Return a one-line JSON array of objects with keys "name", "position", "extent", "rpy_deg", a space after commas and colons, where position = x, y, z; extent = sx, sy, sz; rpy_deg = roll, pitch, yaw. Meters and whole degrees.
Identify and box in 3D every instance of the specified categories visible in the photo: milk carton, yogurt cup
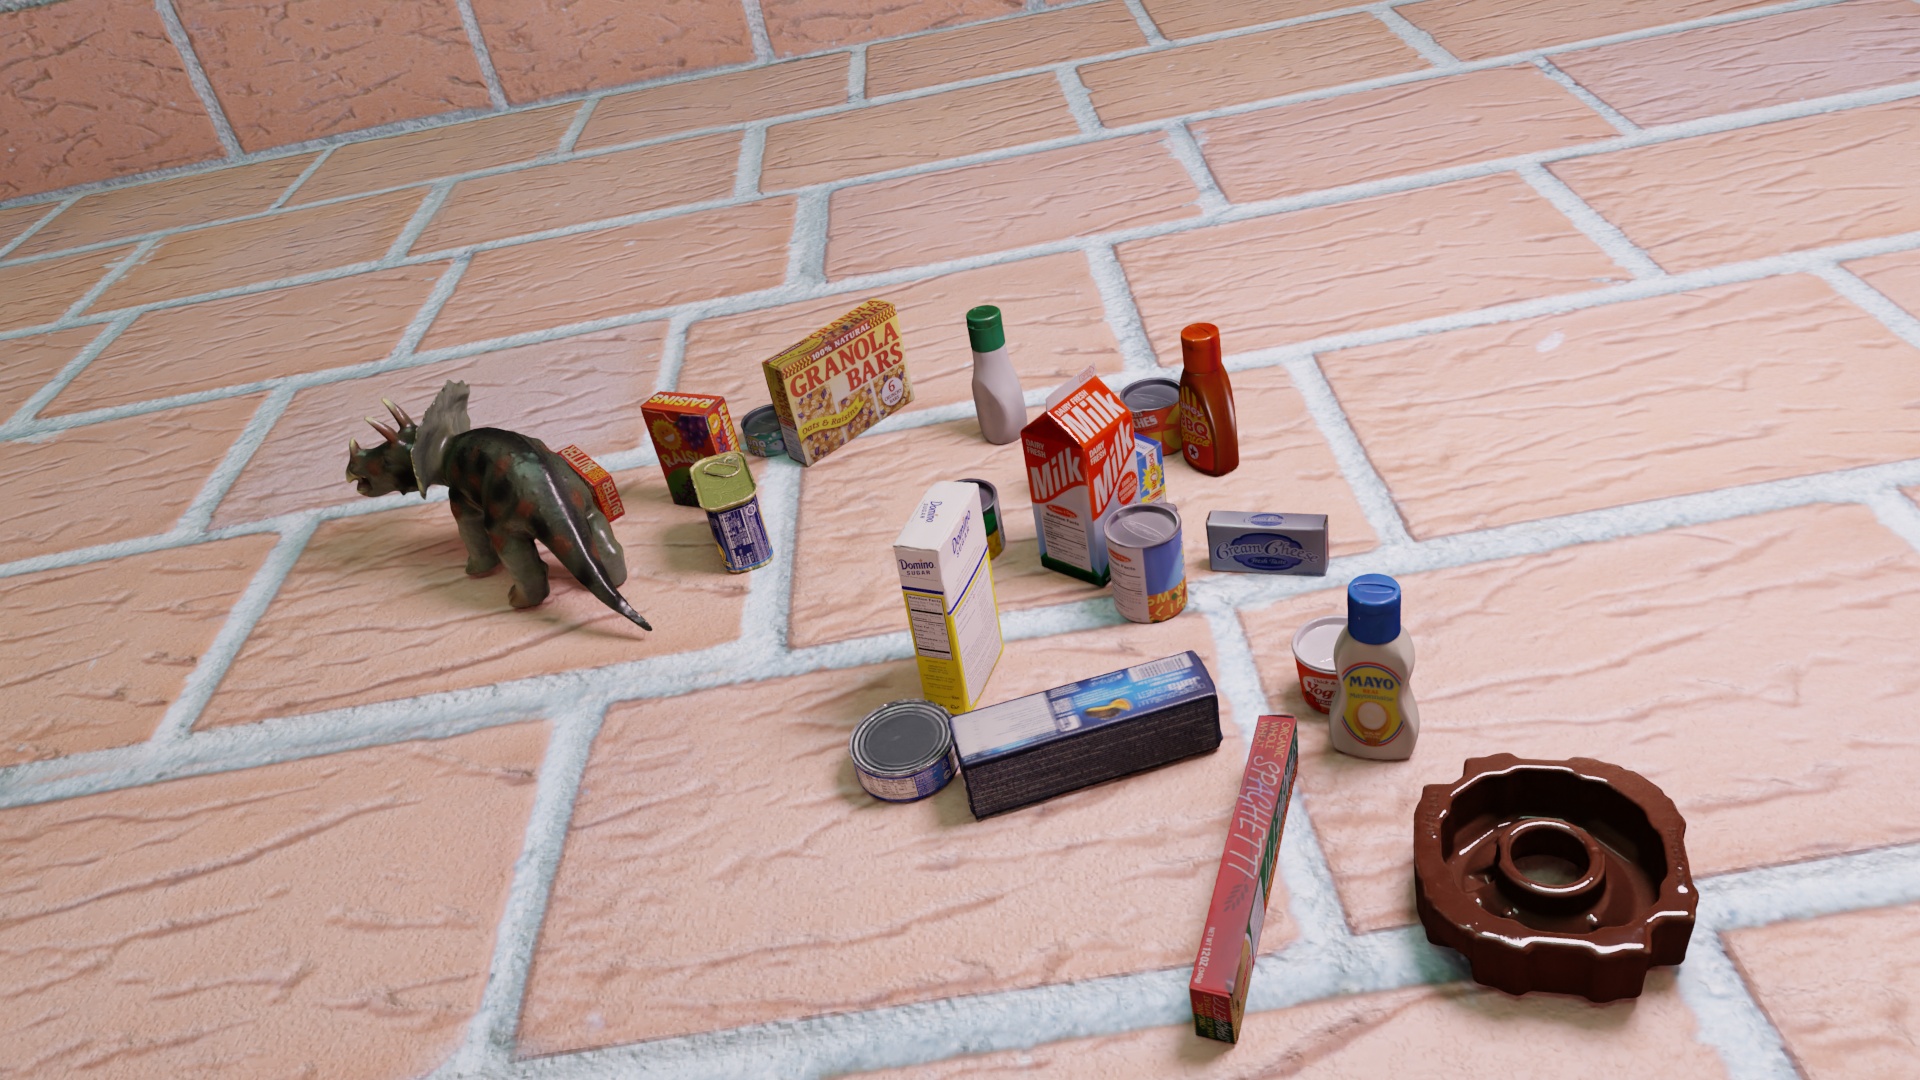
[{"name": "milk carton", "position": [0.109, -0.061, 1.239], "extent": [0.073, 0.189, 0.073], "rpy_deg": [20, 45, 38]}, {"name": "yogurt cup", "position": [0.292, 0.098, 1.077], "extent": [0.072, 0.053, 0.073], "rpy_deg": [-8, 34, 6]}]

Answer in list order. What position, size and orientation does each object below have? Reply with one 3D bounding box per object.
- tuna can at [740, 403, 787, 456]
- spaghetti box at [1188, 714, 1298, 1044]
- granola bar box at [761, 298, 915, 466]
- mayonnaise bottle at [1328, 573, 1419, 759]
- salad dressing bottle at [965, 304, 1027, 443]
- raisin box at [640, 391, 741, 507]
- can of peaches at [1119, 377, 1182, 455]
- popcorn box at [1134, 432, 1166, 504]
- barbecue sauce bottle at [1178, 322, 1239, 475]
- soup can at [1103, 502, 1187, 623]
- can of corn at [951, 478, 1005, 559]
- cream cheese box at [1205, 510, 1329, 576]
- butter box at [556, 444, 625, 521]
[{"name": "tuna can", "position": [-0.213, -0.123, 1.563], "extent": [0.071, 0.032, 0.071], "rpy_deg": [-8, 35, 6]}, {"name": "spaghetti box", "position": [0.195, 0.218, 0.938], "extent": [0.028, 0.050, 0.251], "rpy_deg": [4, 37, 22]}, {"name": "granola bar box", "position": [-0.132, -0.176, 1.534], "extent": [0.039, 0.123, 0.166], "rpy_deg": [23, 47, 40]}, {"name": "mayonnaise bottle", "position": [0.298, 0.092, 1.001], "extent": [0.065, 0.147, 0.041], "rpy_deg": [4, 37, 22]}, {"name": "salad dressing bottle", "position": [0.035, -0.174, 1.461], "extent": [0.044, 0.147, 0.064], "rpy_deg": [-30, 38, -24]}, {"name": "raisin box", "position": [-0.276, -0.093, 1.459], "extent": [0.086, 0.122, 0.040], "rpy_deg": [8, 39, 26]}, {"name": "can of peaches", "position": [0.197, -0.125, 1.422], "extent": [0.071, 0.057, 0.071], "rpy_deg": [-8, 34, 6]}, {"name": "popcorn box", "position": [0.138, -0.069, 1.334], "extent": [0.038, 0.084, 0.127], "rpy_deg": [-34, 40, -28]}, {"name": "barbecue sauce bottle", "position": [0.238, -0.138, 1.349], "extent": [0.044, 0.147, 0.065], "rpy_deg": [-26, 37, -19]}, {"name": "soup can", "position": [0.164, 0.018, 1.203], "extent": [0.071, 0.083, 0.072], "rpy_deg": [-8, 34, 6]}, {"name": "can of corn", "position": [0.005, -0.017, 1.323], "extent": [0.071, 0.058, 0.071], "rpy_deg": [-8, 34, 6]}, {"name": "cream cheese box", "position": [0.270, 0.002, 1.222], "extent": [0.104, 0.053, 0.024], "rpy_deg": [3, 37, 20]}, {"name": "butter box", "position": [-0.404, -0.062, 1.514], "extent": [0.024, 0.053, 0.104], "rpy_deg": [-30, 38, -25]}]
